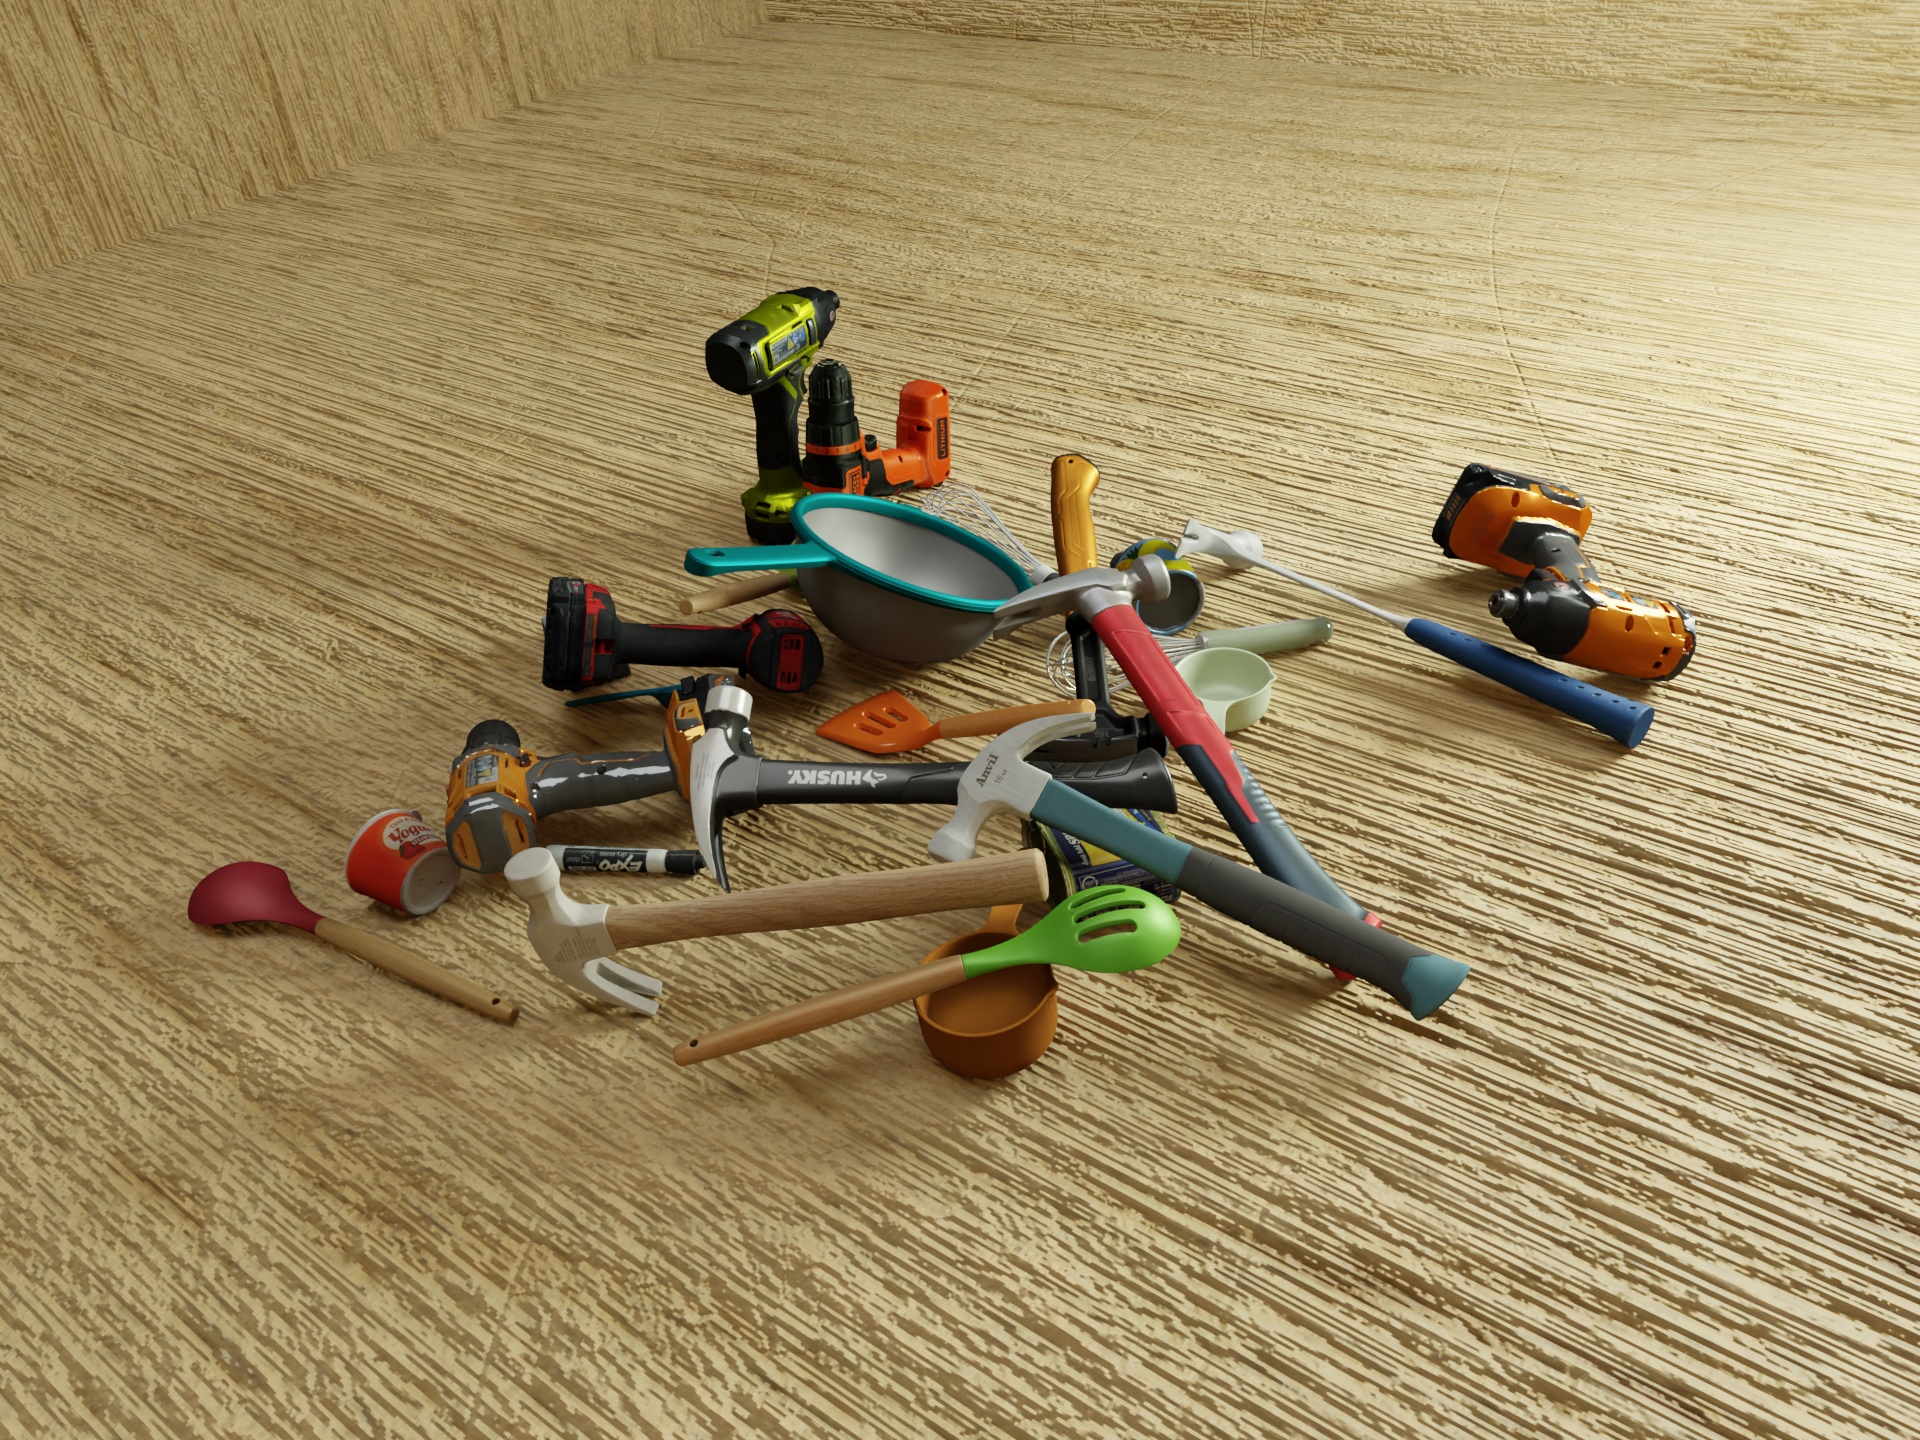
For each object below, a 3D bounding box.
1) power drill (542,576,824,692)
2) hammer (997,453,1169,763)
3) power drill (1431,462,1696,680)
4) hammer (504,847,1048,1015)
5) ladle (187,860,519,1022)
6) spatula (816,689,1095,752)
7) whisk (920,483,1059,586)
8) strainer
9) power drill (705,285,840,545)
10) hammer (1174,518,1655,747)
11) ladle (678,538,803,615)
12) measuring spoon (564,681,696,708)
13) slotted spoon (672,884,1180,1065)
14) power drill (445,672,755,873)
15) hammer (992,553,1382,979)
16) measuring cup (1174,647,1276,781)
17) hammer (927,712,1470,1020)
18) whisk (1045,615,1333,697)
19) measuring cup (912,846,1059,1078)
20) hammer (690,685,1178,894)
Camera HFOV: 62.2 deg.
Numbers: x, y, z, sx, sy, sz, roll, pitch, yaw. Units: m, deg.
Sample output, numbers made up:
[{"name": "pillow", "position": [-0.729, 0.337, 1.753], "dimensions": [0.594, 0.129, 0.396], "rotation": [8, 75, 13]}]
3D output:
[{"name": "power drill", "position": [-0.229, -0.066, 1.308], "dimensions": [0.219, 0.078, 0.143], "rotation": [4, 11, -14]}, {"name": "hammer", "position": [0.089, -0.100, 1.278], "dimensions": [0.127, 0.034, 0.337], "rotation": [-1, 48, 1]}, {"name": "power drill", "position": [0.465, -0.121, 1.276], "dimensions": [0.164, 0.084, 0.227], "rotation": [11, 33, -16]}, {"name": "hammer", "position": [-0.109, 0.119, 0.998], "dimensions": [0.331, 0.130, 0.031], "rotation": [-8, 35, 9]}, {"name": "ladle", "position": [-0.428, 0.154, 1.111], "dimensions": [0.315, 0.031, 0.069], "rotation": [16, 41, 26]}, {"name": "spatula", "position": [-0.002, -0.004, 1.173], "dimensions": [0.081, 0.041, 0.323], "rotation": [-30, 11, -29]}, {"name": "whisk", "position": [0.056, -0.141, 1.427], "dimensions": [0.070, 0.070, 0.285], "rotation": [-28, 45, -28]}, {"name": "strainer", "position": [-0.095, -0.101, 1.290], "dimensions": [0.211, 0.095, 0.340], "rotation": [36, 28, 32]}, {"name": "power drill", "position": [-0.159, -0.295, 1.529], "dimensions": [0.080, 0.223, 0.171], "rotation": [15, 41, 27]}, {"name": "hammer", "position": [0.349, -0.078, 1.272], "dimensions": [0.406, 0.035, 0.144], "rotation": [30, 16, 34]}, {"name": "ladle", "position": [-0.167, -0.125, 1.340], "dimensions": [0.078, 0.062, 0.320], "rotation": [-29, 2, 20]}, {"name": "measuring spoon", "position": [-0.273, -0.013, 1.334], "dimensions": [0.128, 0.021, 0.042], "rotation": [-6, 11, 15]}, {"name": "slotted spoon", "position": [-0.022, 0.157, 0.952], "dimensions": [0.314, 0.031, 0.070], "rotation": [-17, 39, 1]}, {"name": "power drill", "position": [-0.274, 0.030, 1.205], "dimensions": [0.226, 0.084, 0.185], "rotation": [-14, 26, -10]}, {"name": "hammer", "position": [0.159, 0.027, 1.112], "dimensions": [0.143, 0.038, 0.387], "rotation": [-18, 50, -14]}, {"name": "measuring cup", "position": [0.194, 0.005, 1.213], "dimensions": [0.083, 0.038, 0.168], "rotation": [4, 38, 15]}, {"name": "hammer", "position": [0.151, 0.098, 0.992], "dimensions": [0.331, 0.033, 0.128], "rotation": [25, 77, 15]}, {"name": "whisk", "position": [0.189, -0.060, 1.298], "dimensions": [0.246, 0.059, 0.058], "rotation": [-9, -7, -11]}, {"name": "measuring cup", "position": [0.027, 0.154, 1.013], "dimensions": [0.095, 0.052, 0.174], "rotation": [1, 36, 16]}, {"name": "hammer", "position": [-0.022, 0.048, 1.074], "dimensions": [0.335, 0.035, 0.146], "rotation": [0, 64, 10]}]
